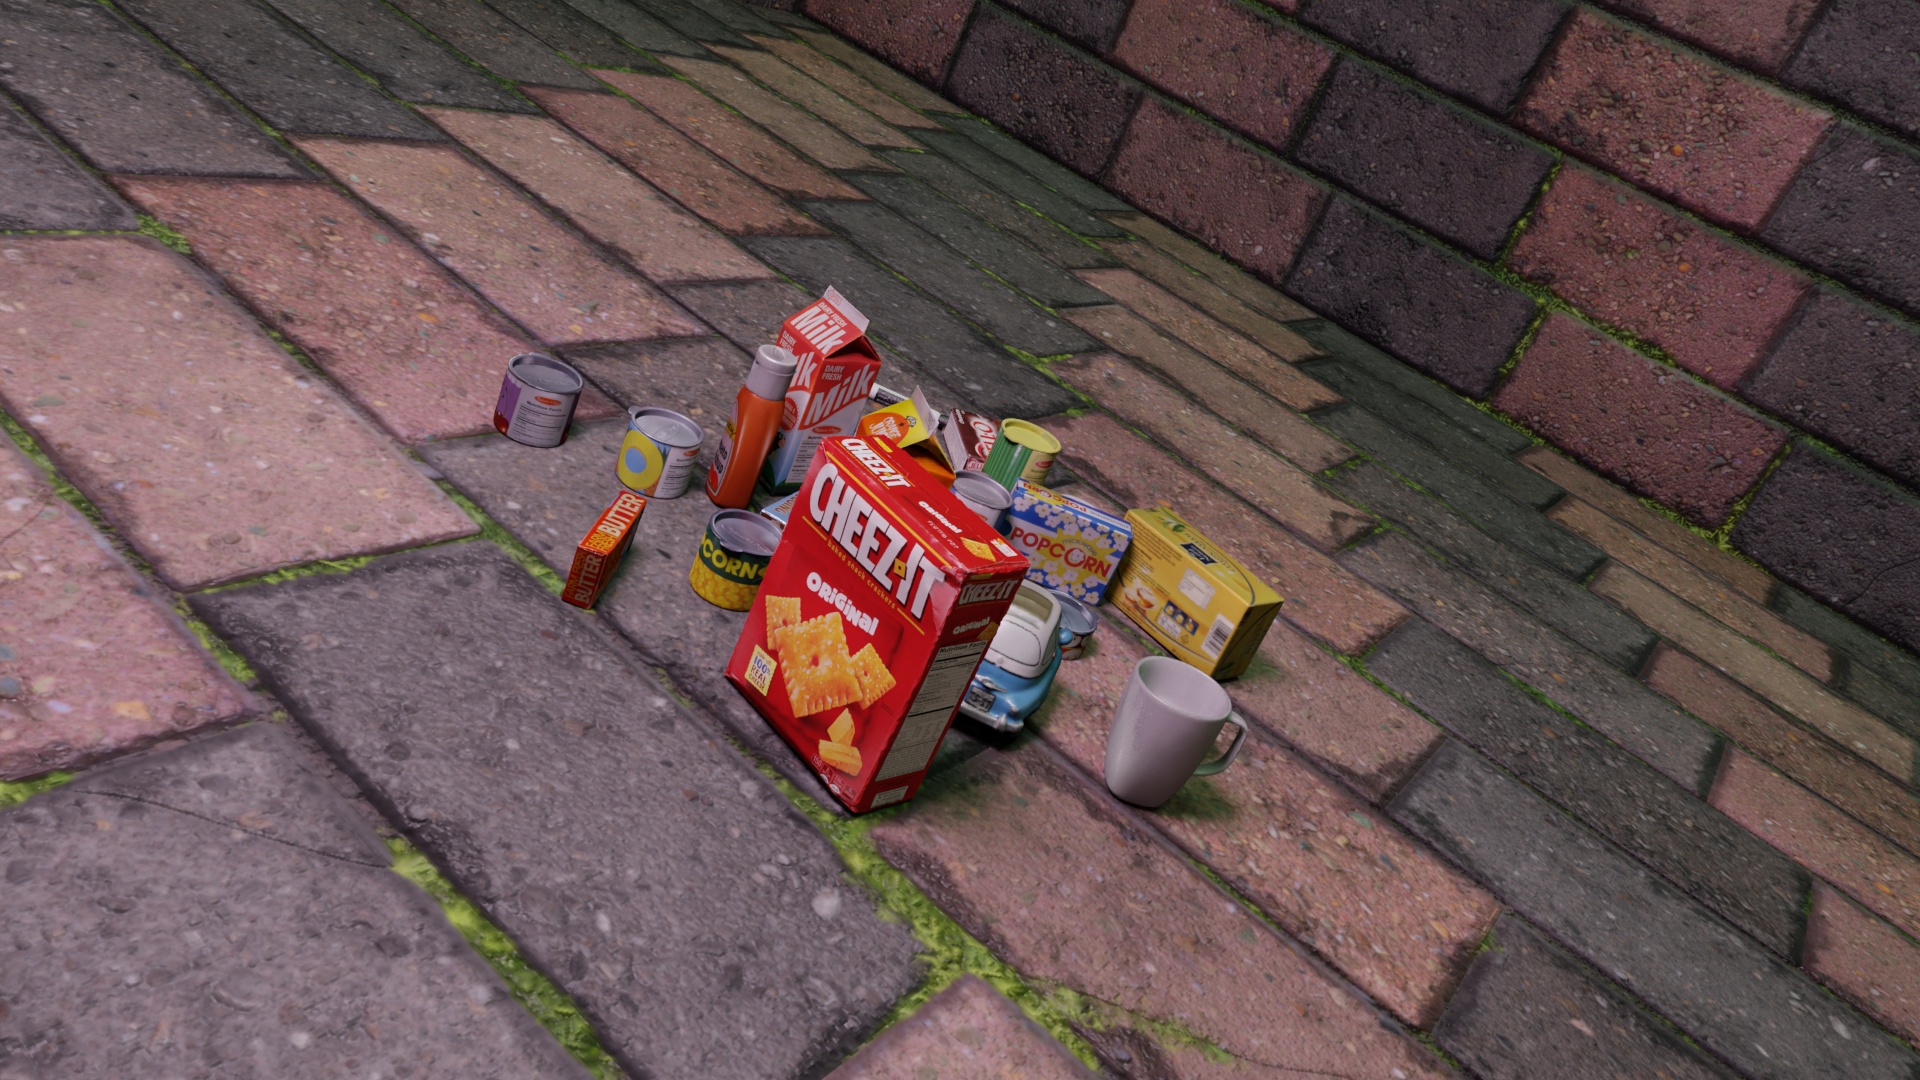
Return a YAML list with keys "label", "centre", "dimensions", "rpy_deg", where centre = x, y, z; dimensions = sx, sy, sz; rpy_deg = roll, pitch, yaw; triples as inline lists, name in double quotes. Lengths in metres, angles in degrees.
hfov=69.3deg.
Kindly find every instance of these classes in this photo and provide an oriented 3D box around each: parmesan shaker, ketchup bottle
- label: "parmesan shaker"
  centre: [0.051, -0.066, 1.439]
  dimensions: [0.071, 0.102, 0.071]
  rpy_deg: [20, 26, -10]
- label: "ketchup bottle"
  centre: [-0.186, -0.103, 1.247]
  dimensions: [0.043, 0.148, 0.065]
  rpy_deg: [13, 28, -24]

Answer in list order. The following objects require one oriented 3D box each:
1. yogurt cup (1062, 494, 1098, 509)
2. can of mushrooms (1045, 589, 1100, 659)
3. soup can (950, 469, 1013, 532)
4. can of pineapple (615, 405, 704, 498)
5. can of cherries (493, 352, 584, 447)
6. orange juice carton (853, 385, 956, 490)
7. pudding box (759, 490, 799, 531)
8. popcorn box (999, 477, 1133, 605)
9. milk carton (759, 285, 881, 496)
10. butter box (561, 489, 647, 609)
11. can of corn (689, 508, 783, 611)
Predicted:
- label: "yogurt cup"
  centre: [0.113, -0.009, 1.441]
  dimensions: [0.072, 0.053, 0.073]
  rpy_deg: [20, 26, -10]
- label: "can of mushrooms"
  centre: [0.092, 0.078, 1.283]
  dimensions: [0.071, 0.033, 0.071]
  rpy_deg: [20, 26, -10]
- label: "soup can"
  centre: [0.005, -0.017, 1.327]
  dimensions: [0.071, 0.083, 0.072]
  rpy_deg: [20, 26, -10]
- label: "can of pineapple"
  centre: [-0.269, -0.079, 1.234]
  dimensions: [0.071, 0.057, 0.071]
  rpy_deg: [20, 26, -10]
- label: "can of cherries"
  centre: [-0.373, -0.124, 1.228]
  dimensions: [0.071, 0.058, 0.072]
  rpy_deg: [20, 26, -10]
- label: "orange juice carton"
  centre: [-0.063, -0.034, 1.175]
  dimensions: [0.073, 0.191, 0.072]
  rpy_deg: [13, 28, -24]
- label: "pudding box"
  centre: [-0.150, -0.011, 1.220]
  dimensions: [0.030, 0.049, 0.084]
  rpy_deg: [31, 26, 12]
- label: "popcorn box"
  centre: [0.096, 0.001, 1.372]
  dimensions: [0.127, 0.085, 0.038]
  rpy_deg: [22, 25, -7]
- label: "milk carton"
  centre: [-0.138, -0.140, 1.312]
  dimensions: [0.073, 0.189, 0.072]
  rpy_deg: [-3, 37, -45]
- label: "butter box"
  centre: [-0.274, 0.006, 1.074]
  dimensions: [0.024, 0.053, 0.104]
  rpy_deg: [23, 26, -5]
- label: "can of corn"
  centre: [-0.182, 0.017, 1.129]
  dimensions: [0.071, 0.058, 0.071]
  rpy_deg: [20, 26, -10]
